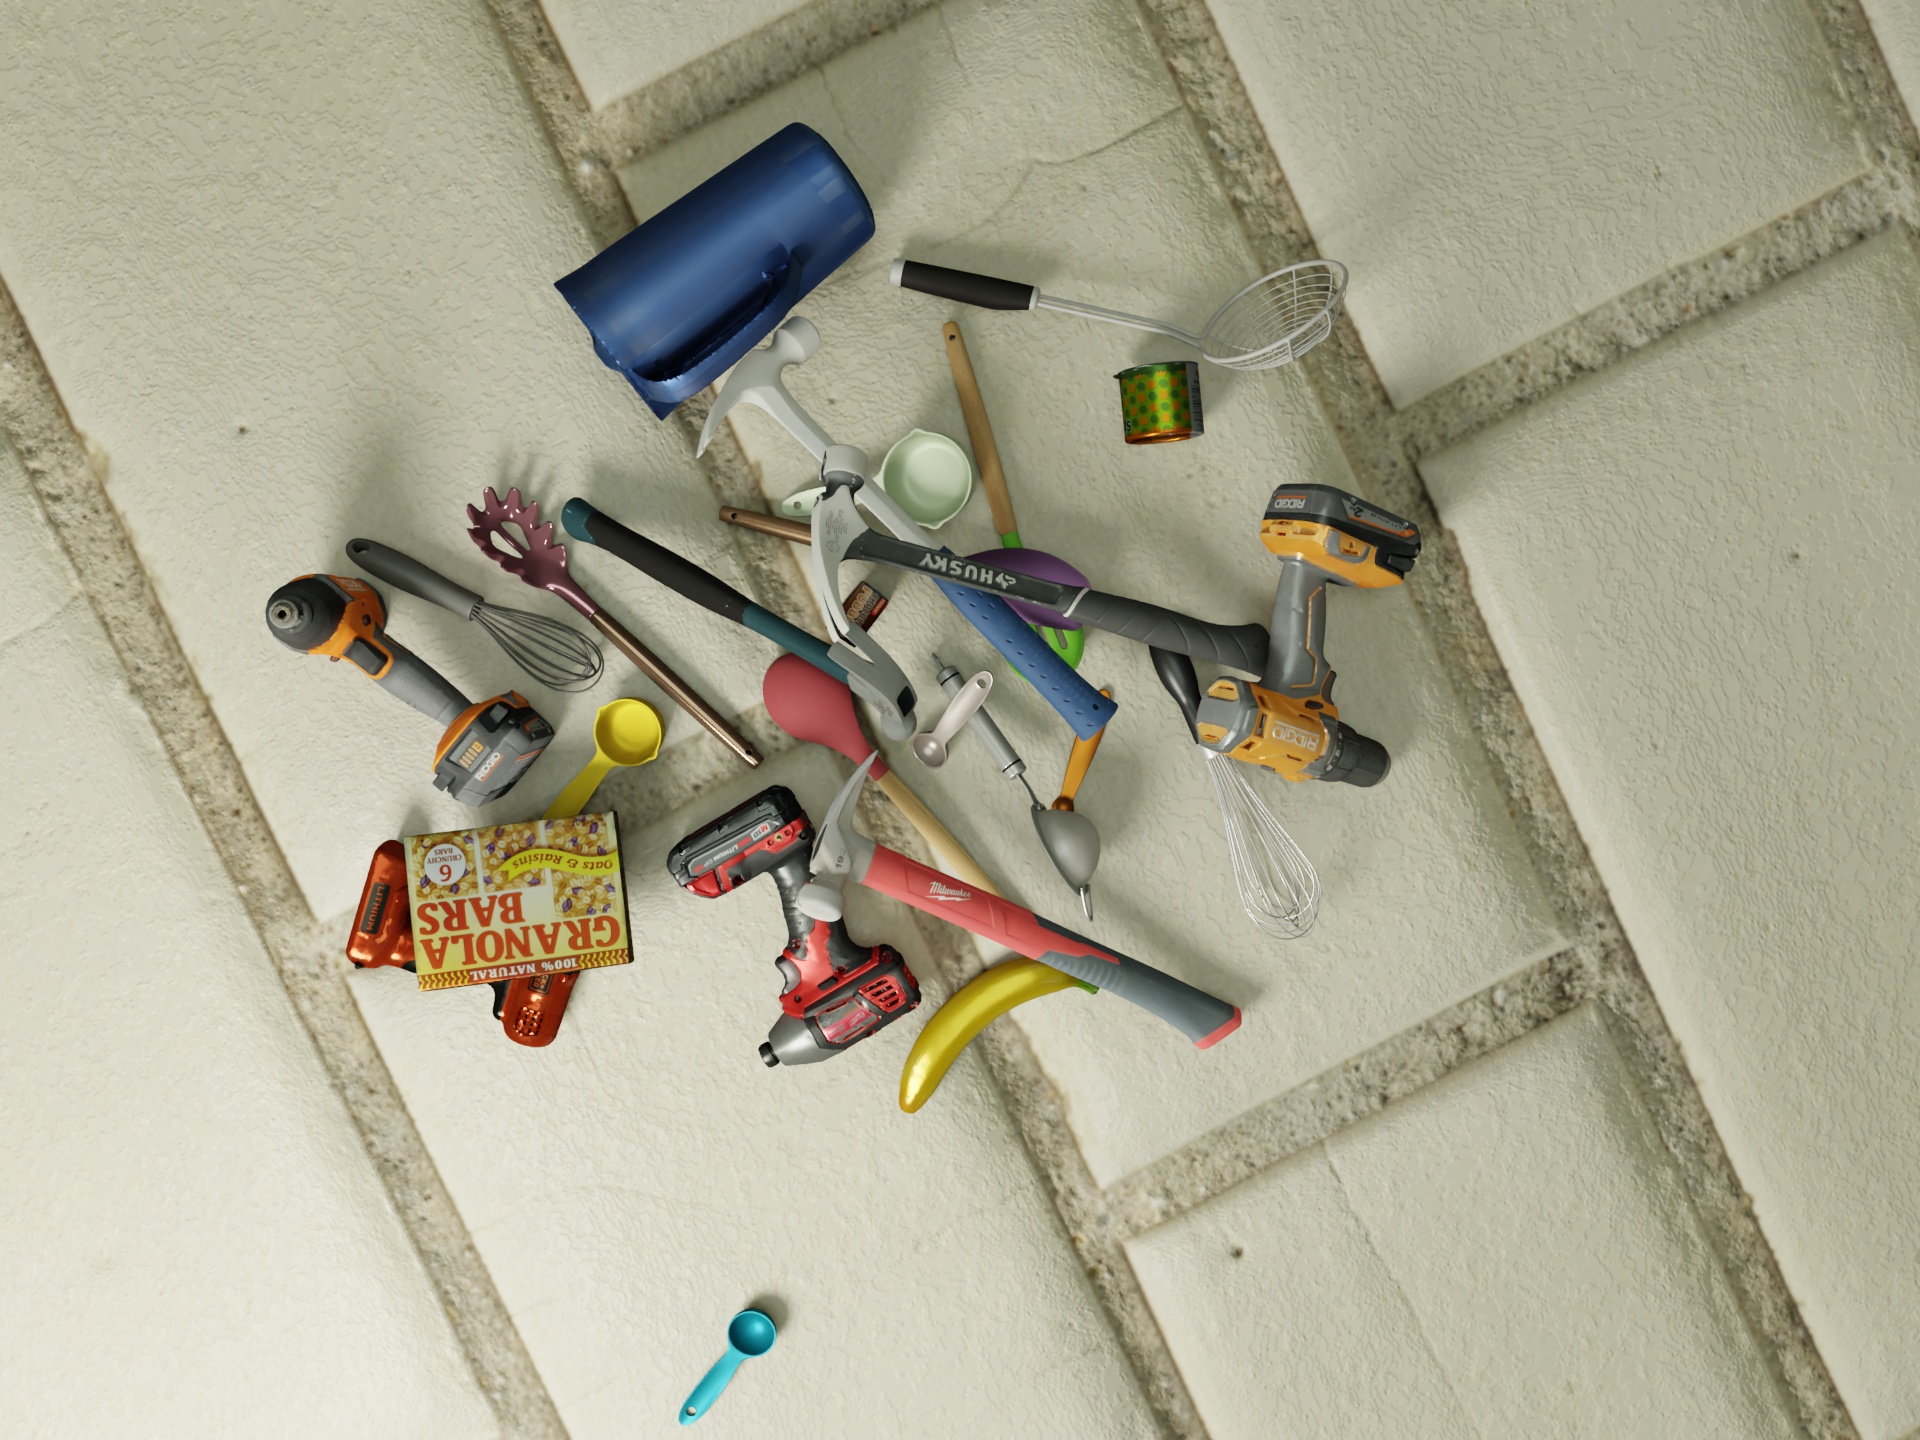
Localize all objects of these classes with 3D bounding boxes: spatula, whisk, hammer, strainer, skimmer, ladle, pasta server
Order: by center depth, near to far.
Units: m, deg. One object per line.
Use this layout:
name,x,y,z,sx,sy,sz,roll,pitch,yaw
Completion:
hammer,0.074,-0.094,1.257,0.408,0.036,0.149,14,70,-21
hammer,-0.033,-0.134,1.261,0.405,0.035,0.144,45,63,-6
hammer,-0.180,-0.091,1.278,0.331,0.128,0.033,29,72,13
skimmer,0.124,-0.355,1.286,0.363,0.127,0.090,12,134,3
hammer,0.063,0.163,1.307,0.386,0.038,0.143,25,63,-12
strainer,0.051,0.046,1.309,0.050,0.087,0.258,-38,79,13
spatula,-0.047,-0.136,1.313,0.316,0.018,0.060,14,92,5
whisk,-0.403,-0.090,1.314,0.239,0.055,0.055,27,92,3
pasta server,-0.283,-0.071,1.318,0.316,0.040,0.060,43,71,-3
whisk,0.224,0.051,1.321,0.070,0.070,0.284,-25,87,0
ladle,-0.049,0.066,1.334,0.069,0.031,0.315,-43,94,-1

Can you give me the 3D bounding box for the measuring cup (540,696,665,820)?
measuring cup,-0.305,0.044,1.334,0.062,0.029,0.156,41,103,-3

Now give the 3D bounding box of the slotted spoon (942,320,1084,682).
slotted spoon,0.035,-0.181,1.324,0.070,0.031,0.314,-16,90,9

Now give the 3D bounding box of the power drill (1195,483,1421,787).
power drill,0.300,-0.059,1.293,0.185,0.084,0.226,18,89,-29

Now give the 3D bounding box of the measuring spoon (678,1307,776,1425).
measuring spoon,-0.201,0.550,1.357,0.042,0.021,0.128,36,100,-3

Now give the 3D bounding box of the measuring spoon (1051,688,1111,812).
measuring spoon,0.103,0.029,1.340,0.021,0.011,0.117,20,92,-2

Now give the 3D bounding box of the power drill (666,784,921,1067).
power drill,-0.144,0.176,1.313,0.143,0.078,0.219,-31,95,1

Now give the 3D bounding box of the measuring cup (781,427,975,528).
measuring cup,-0.067,-0.193,1.323,0.167,0.038,0.083,-9,99,16

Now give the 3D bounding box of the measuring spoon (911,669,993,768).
measuring spoon,-0.002,-0.004,1.302,0.034,0.018,0.124,42,132,4

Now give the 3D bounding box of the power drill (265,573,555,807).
power drill,-0.442,-0.031,1.256,0.226,0.164,0.084,40,91,-4
